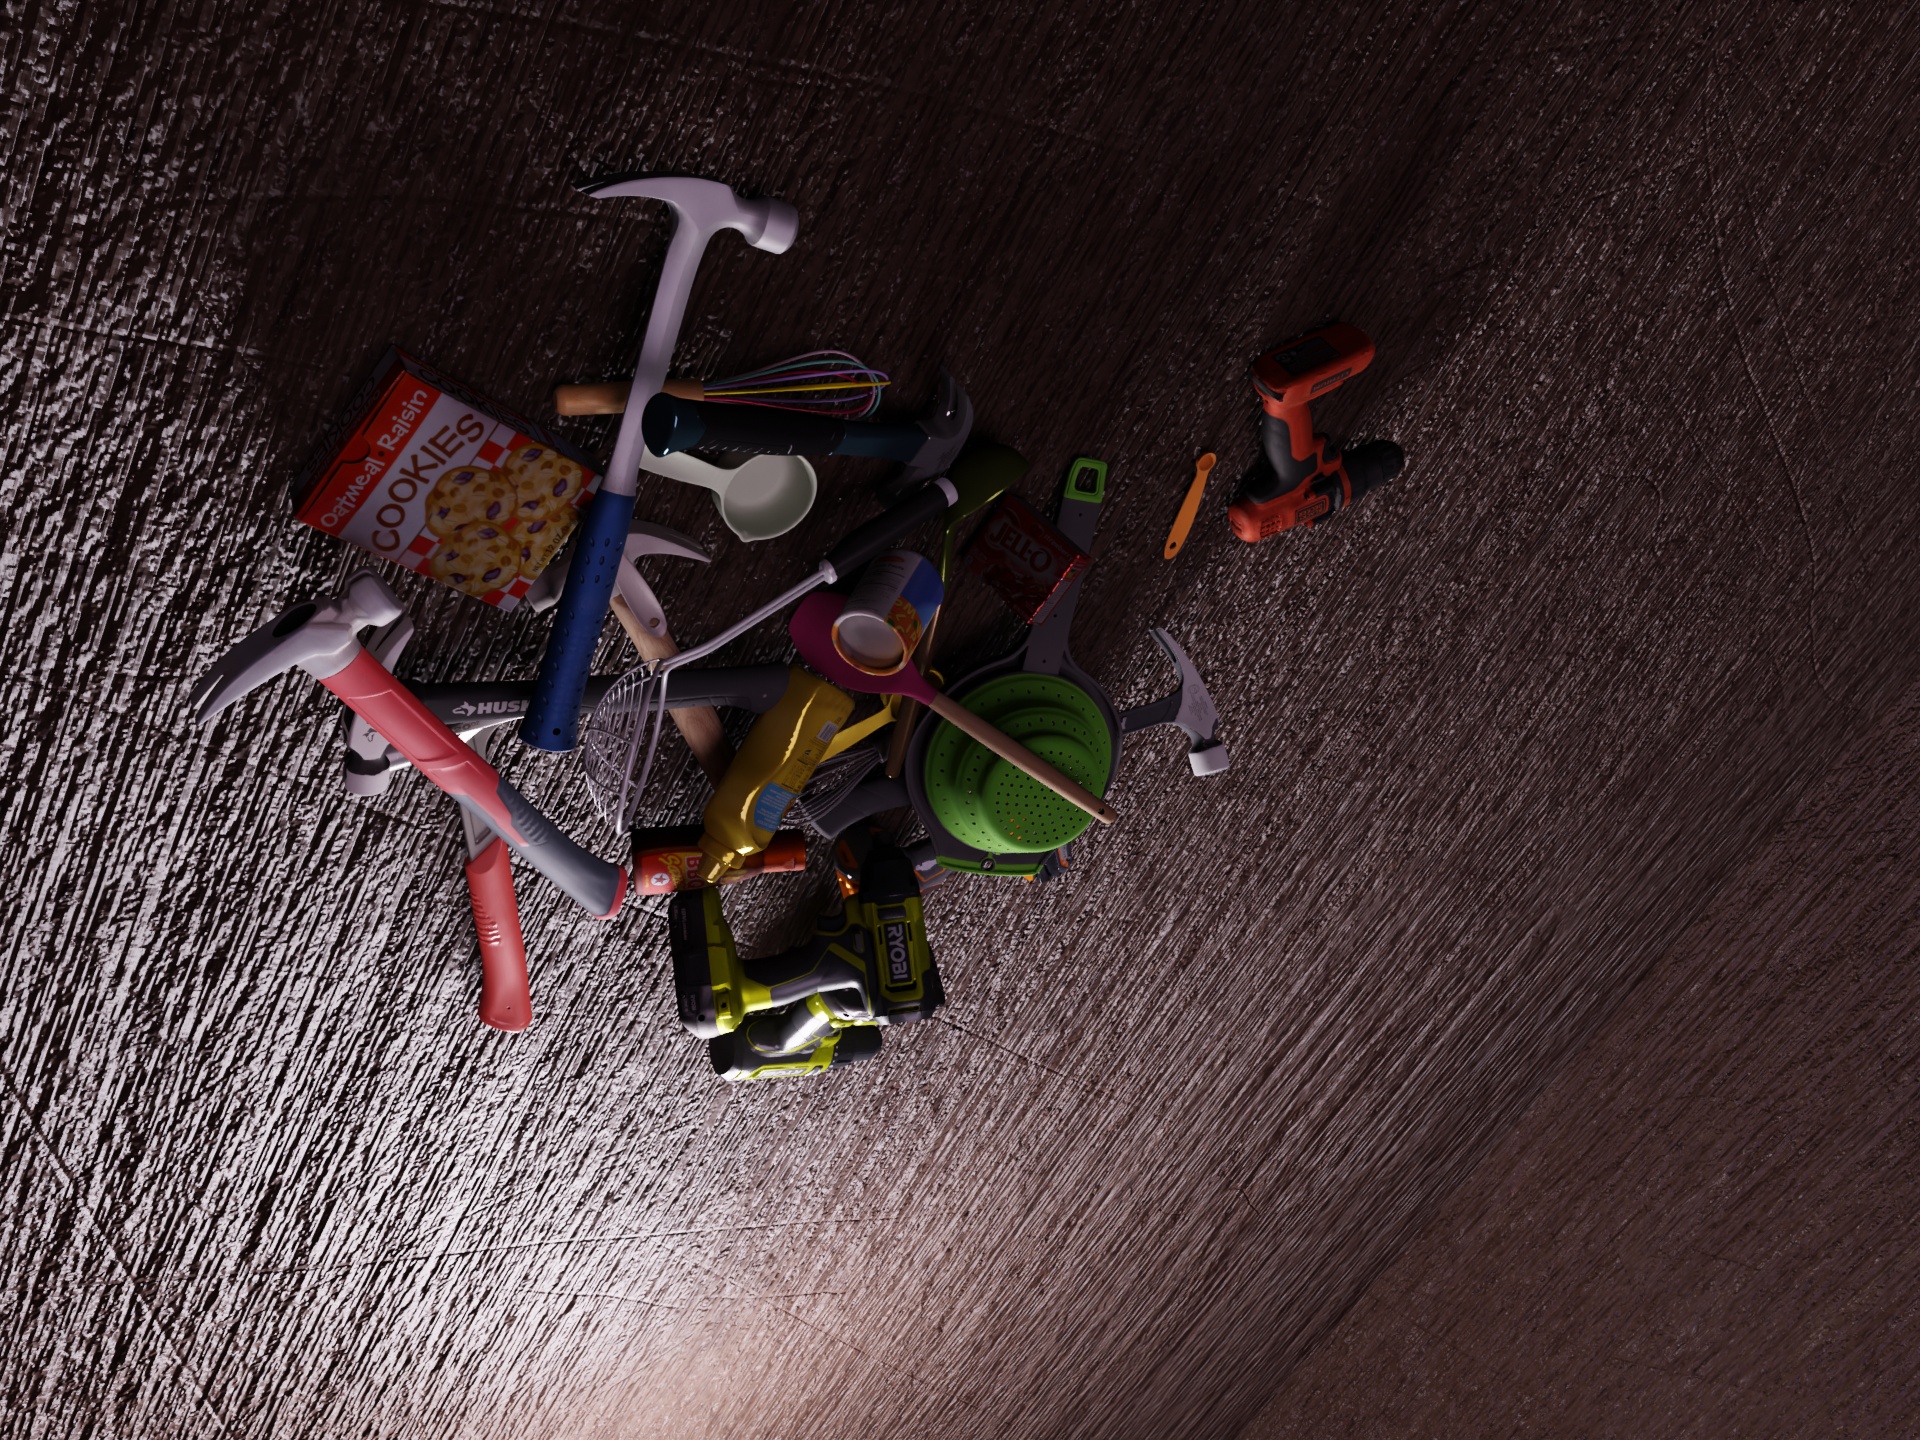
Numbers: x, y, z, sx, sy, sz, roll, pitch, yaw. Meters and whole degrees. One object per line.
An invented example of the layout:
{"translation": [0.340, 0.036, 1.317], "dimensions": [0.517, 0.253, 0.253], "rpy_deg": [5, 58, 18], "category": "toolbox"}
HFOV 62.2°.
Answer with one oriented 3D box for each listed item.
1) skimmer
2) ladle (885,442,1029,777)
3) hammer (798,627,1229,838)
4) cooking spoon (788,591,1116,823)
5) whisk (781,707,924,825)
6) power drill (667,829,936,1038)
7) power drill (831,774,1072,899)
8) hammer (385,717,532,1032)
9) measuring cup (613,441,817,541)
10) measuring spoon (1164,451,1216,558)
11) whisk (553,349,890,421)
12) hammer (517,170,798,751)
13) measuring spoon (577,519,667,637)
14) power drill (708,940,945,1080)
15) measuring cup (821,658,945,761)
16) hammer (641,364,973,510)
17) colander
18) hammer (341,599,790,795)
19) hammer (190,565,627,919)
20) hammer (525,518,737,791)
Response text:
{"translation": [-0.130, -0.056, 1.181], "dimensions": [0.363, 0.090, 0.127], "rpy_deg": [-36, 171, -17], "category": "skimmer"}
{"translation": [-0.012, -0.083, 1.331], "dimensions": [0.062, 0.078, 0.320], "rpy_deg": [19, 119, 5], "category": "ladle"}
{"translation": [0.048, 0.029, 1.485], "dimensions": [0.409, 0.149, 0.036], "rpy_deg": [-16, 180, -13], "category": "hammer"}
{"translation": [-0.002, -0.004, 1.323], "dimensions": [0.319, 0.017, 0.069], "rpy_deg": [34, 91, -8], "category": "cooking spoon"}
{"translation": [-0.074, 0.026, 1.424], "dimensions": [0.239, 0.055, 0.055], "rpy_deg": [-30, 140, -16], "category": "whisk"}
{"translation": [-0.142, 0.194, 1.422], "dimensions": [0.223, 0.171, 0.080], "rpy_deg": [-7, 171, -4], "category": "power drill"}
{"translation": [-0.008, 0.141, 1.555], "dimensions": [0.226, 0.084, 0.164], "rpy_deg": [-22, 139, -12], "category": "power drill"}
{"translation": [-0.376, 0.126, 1.303], "dimensions": [0.149, 0.037, 0.358], "rpy_deg": [-17, 135, -23], "category": "hammer"}
{"translation": [-0.182, -0.184, 1.154], "dimensions": [0.167, 0.038, 0.083], "rpy_deg": [13, 119, -41], "category": "measuring cup"}
{"translation": [0.206, -0.196, 1.449], "dimensions": [0.021, 0.011, 0.116], "rpy_deg": [-10, 136, -30], "category": "measuring spoon"}
{"translation": [-0.164, -0.231, 1.123], "dimensions": [0.245, 0.047, 0.051], "rpy_deg": [-8, 133, -24], "category": "whisk"}
{"translation": [-0.234, -0.166, 1.068], "dimensions": [0.144, 0.035, 0.405], "rpy_deg": [7, 113, -36], "category": "hammer"}
{"translation": [-0.244, -0.105, 1.154], "dimensions": [0.034, 0.018, 0.124], "rpy_deg": [-37, 140, -12], "category": "measuring spoon"}
{"translation": [-0.117, 0.292, 1.576], "dimensions": [0.190, 0.080, 0.228], "rpy_deg": [5, 147, -38], "category": "power drill"}
{"translation": [-0.086, -0.004, 1.396], "dimensions": [0.156, 0.029, 0.062], "rpy_deg": [-30, 138, -10], "category": "measuring cup"}
{"translation": [-0.099, -0.197, 1.108], "dimensions": [0.128, 0.033, 0.331], "rpy_deg": [-48, 161, 27], "category": "hammer"}
{"translation": [0.077, -0.026, 1.379], "dimensions": [0.204, 0.095, 0.397], "rpy_deg": [6, 109, -19], "category": "colander"}
{"translation": [-0.281, -0.023, 1.182], "dimensions": [0.334, 0.035, 0.146], "rpy_deg": [-5, 129, -33], "category": "hammer"}
{"translation": [-0.363, 0.051, 1.136], "dimensions": [0.143, 0.038, 0.385], "rpy_deg": [-34, 140, -2], "category": "hammer"}
{"translation": [-0.225, -0.032, 1.269], "dimensions": [0.130, 0.031, 0.331], "rpy_deg": [-30, 140, -9], "category": "hammer"}
